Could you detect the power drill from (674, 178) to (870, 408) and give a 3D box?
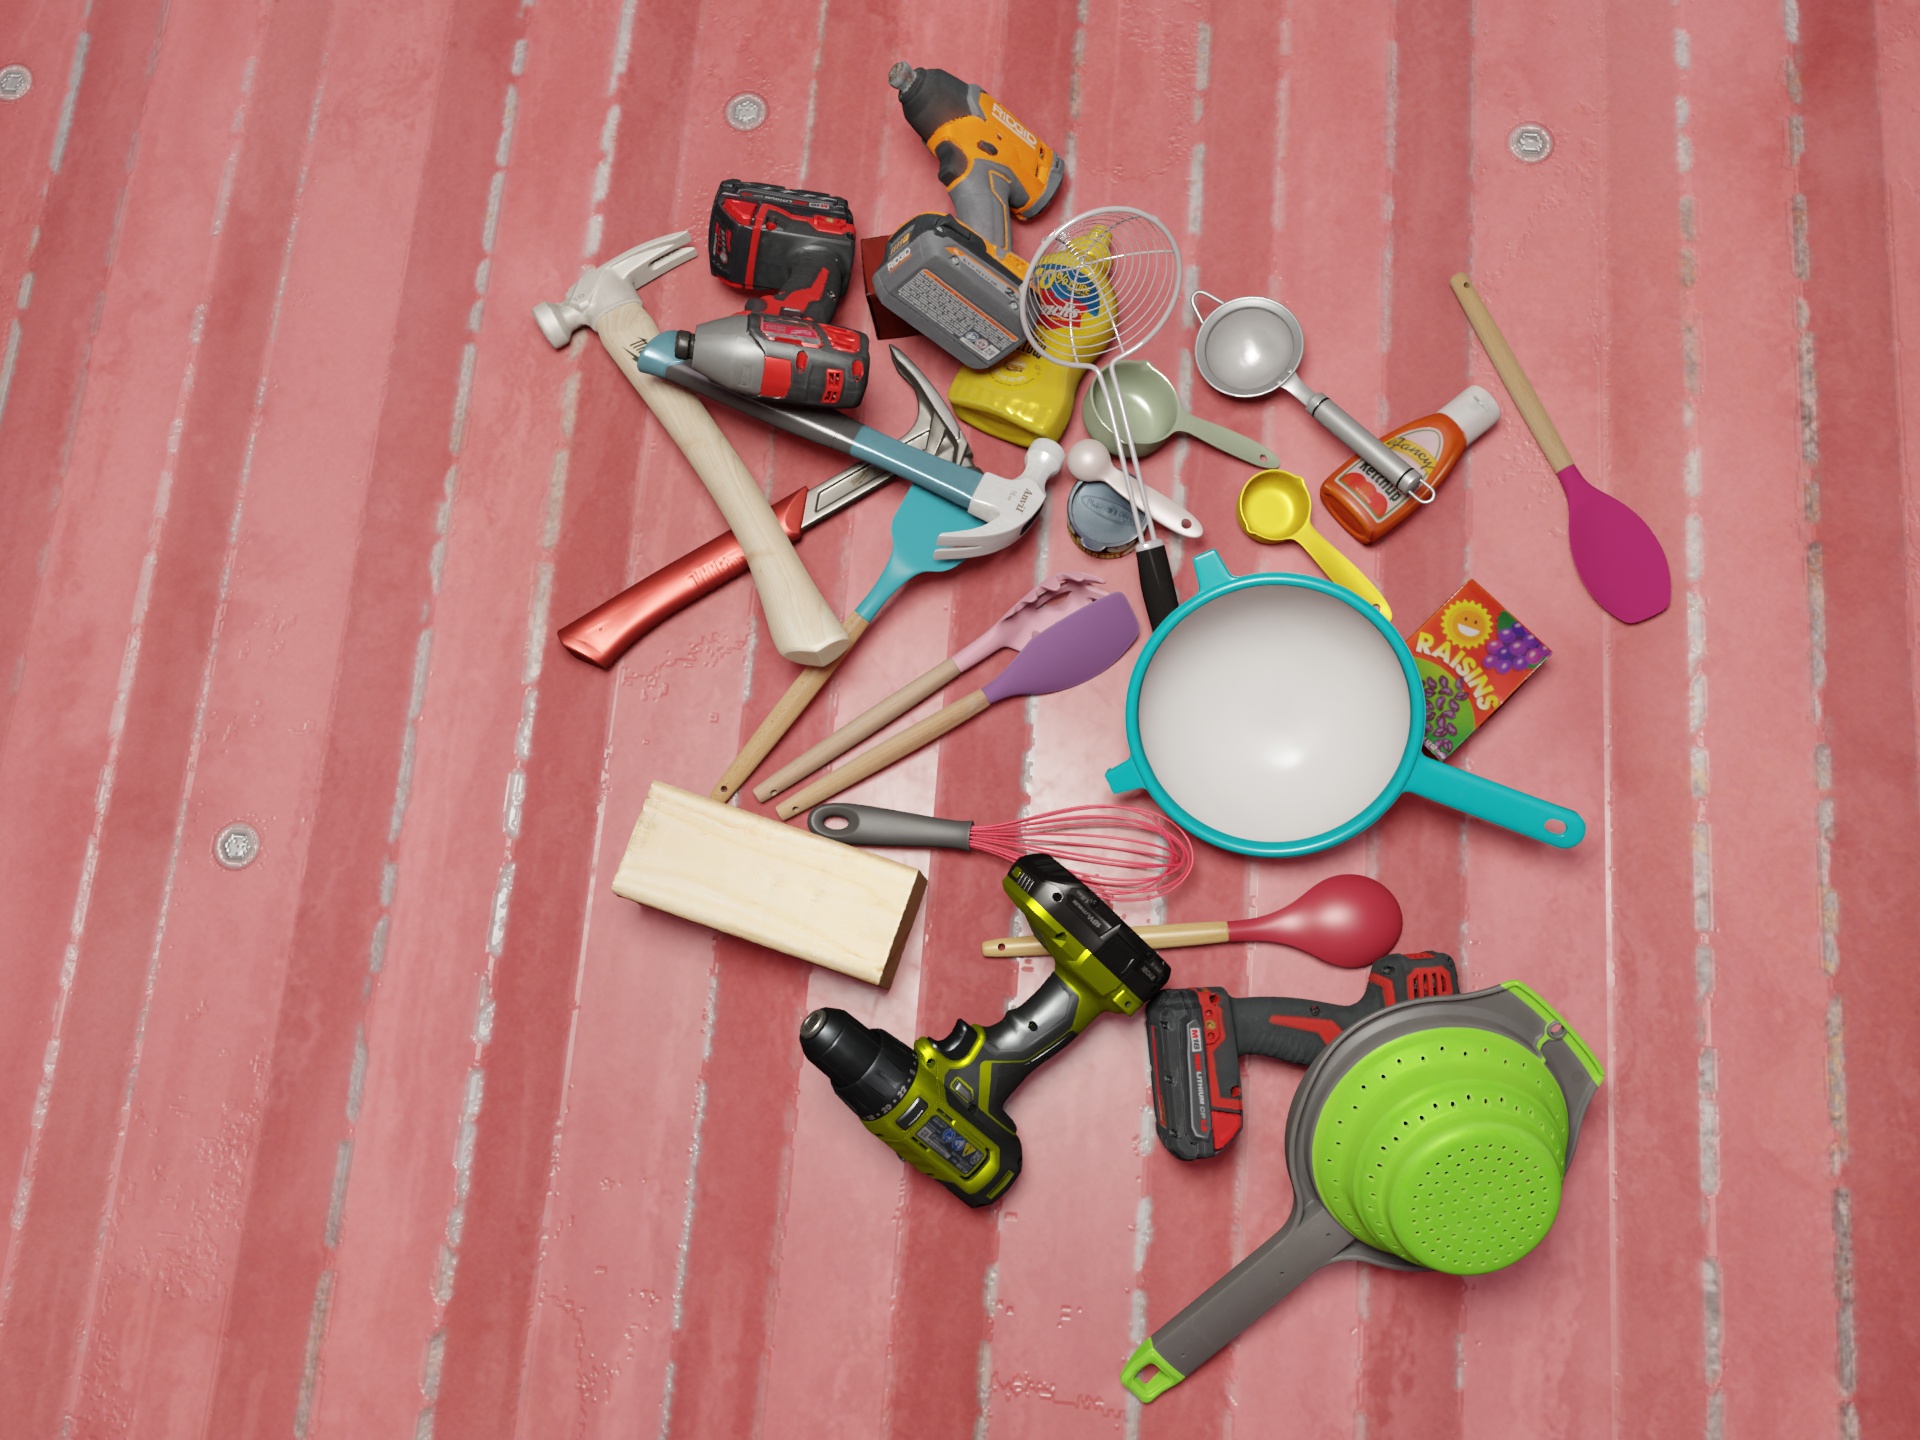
[{"bbox_3d":[-0.145,-0.326,1.229,0.143,0.078,0.220,5,46,-12],"label":"power drill"}]

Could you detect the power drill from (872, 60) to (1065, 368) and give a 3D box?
[{"bbox_3d":[-0.002,-0.404,1.238,0.164,0.084,0.227,30,52,-31],"label":"power drill"}]

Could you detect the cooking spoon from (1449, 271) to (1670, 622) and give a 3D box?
[{"bbox_3d":[0.468,-0.221,1.263,0.069,0.017,0.319,-23,77,-3],"label":"cooking spoon"}]

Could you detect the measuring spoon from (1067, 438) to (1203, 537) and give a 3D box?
[{"bbox_3d":[0.137,-0.180,1.235,0.124,0.018,0.034,35,80,10],"label":"measuring spoon"}]

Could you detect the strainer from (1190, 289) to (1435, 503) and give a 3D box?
[{"bbox_3d":[0.274,-0.250,1.248,0.087,0.050,0.259,-43,66,2],"label":"strainer"}]

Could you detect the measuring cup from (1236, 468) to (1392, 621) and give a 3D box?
[{"bbox_3d":[0.280,-0.132,1.254,0.062,0.029,0.156,-44,90,-7],"label":"measuring cup"}]

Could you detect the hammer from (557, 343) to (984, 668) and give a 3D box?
[{"bbox_3d":[-0.162,-0.156,1.272,0.359,0.036,0.149,-31,77,-5],"label":"hammer"}]

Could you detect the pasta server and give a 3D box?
[{"bbox_3d":[-0.024,-0.024,1.233,0.316,0.060,0.040,-33,43,-2],"label":"pasta server"}]

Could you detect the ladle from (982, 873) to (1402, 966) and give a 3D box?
[{"bbox_3d":[0.173,0.158,1.187,0.315,0.031,0.069,-5,78,4],"label":"ladle"}]

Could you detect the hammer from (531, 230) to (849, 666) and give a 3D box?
[{"bbox_3d":[-0.191,-0.216,1.256,0.146,0.038,0.411,-31,68,-5],"label":"hammer"}]

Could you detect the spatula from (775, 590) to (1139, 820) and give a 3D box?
[{"bbox_3d":[-0.002,-0.004,1.230,0.316,0.018,0.059,-29,120,-1],"label":"spatula"}]

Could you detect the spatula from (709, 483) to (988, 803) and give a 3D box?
[{"bbox_3d":[-0.090,-0.059,1.237,0.082,0.044,0.317,39,92,-1],"label":"spatula"}]

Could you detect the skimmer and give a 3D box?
[{"bbox_3d":[0.134,-0.191,1.182,0.127,0.090,0.363,-15,96,-10],"label":"skimmer"}]

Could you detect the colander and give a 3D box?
[{"bbox_3d":[0.265,0.347,1.055,0.397,0.094,0.204,-43,104,9],"label":"colander"}]

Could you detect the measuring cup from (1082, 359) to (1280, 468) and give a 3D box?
[{"bbox_3d":[0.175,-0.230,1.276,0.167,0.038,0.083,21,65,-10],"label":"measuring cup"}]

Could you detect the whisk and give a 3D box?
[{"bbox_3d":[0.027,0.090,1.197,0.296,0.073,0.073,5,77,11],"label":"whisk"}]

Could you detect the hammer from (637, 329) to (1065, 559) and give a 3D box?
[{"bbox_3d":[-0.092,-0.223,1.229,0.331,0.033,0.128,24,62,3],"label":"hammer"}]

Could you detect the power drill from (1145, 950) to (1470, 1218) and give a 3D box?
[{"bbox_3d":[0.255,0.266,1.133,0.226,0.080,0.188,-5,84,-2],"label":"power drill"}]

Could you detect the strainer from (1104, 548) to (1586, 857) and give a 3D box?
[{"bbox_3d":[0.289,0.011,1.172,0.340,0.095,0.211,21,108,2],"label":"strainer"}]

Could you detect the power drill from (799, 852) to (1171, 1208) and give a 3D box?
[{"bbox_3d":[0.017,0.207,1.115,0.228,0.080,0.190,-47,111,-3],"label":"power drill"}]
